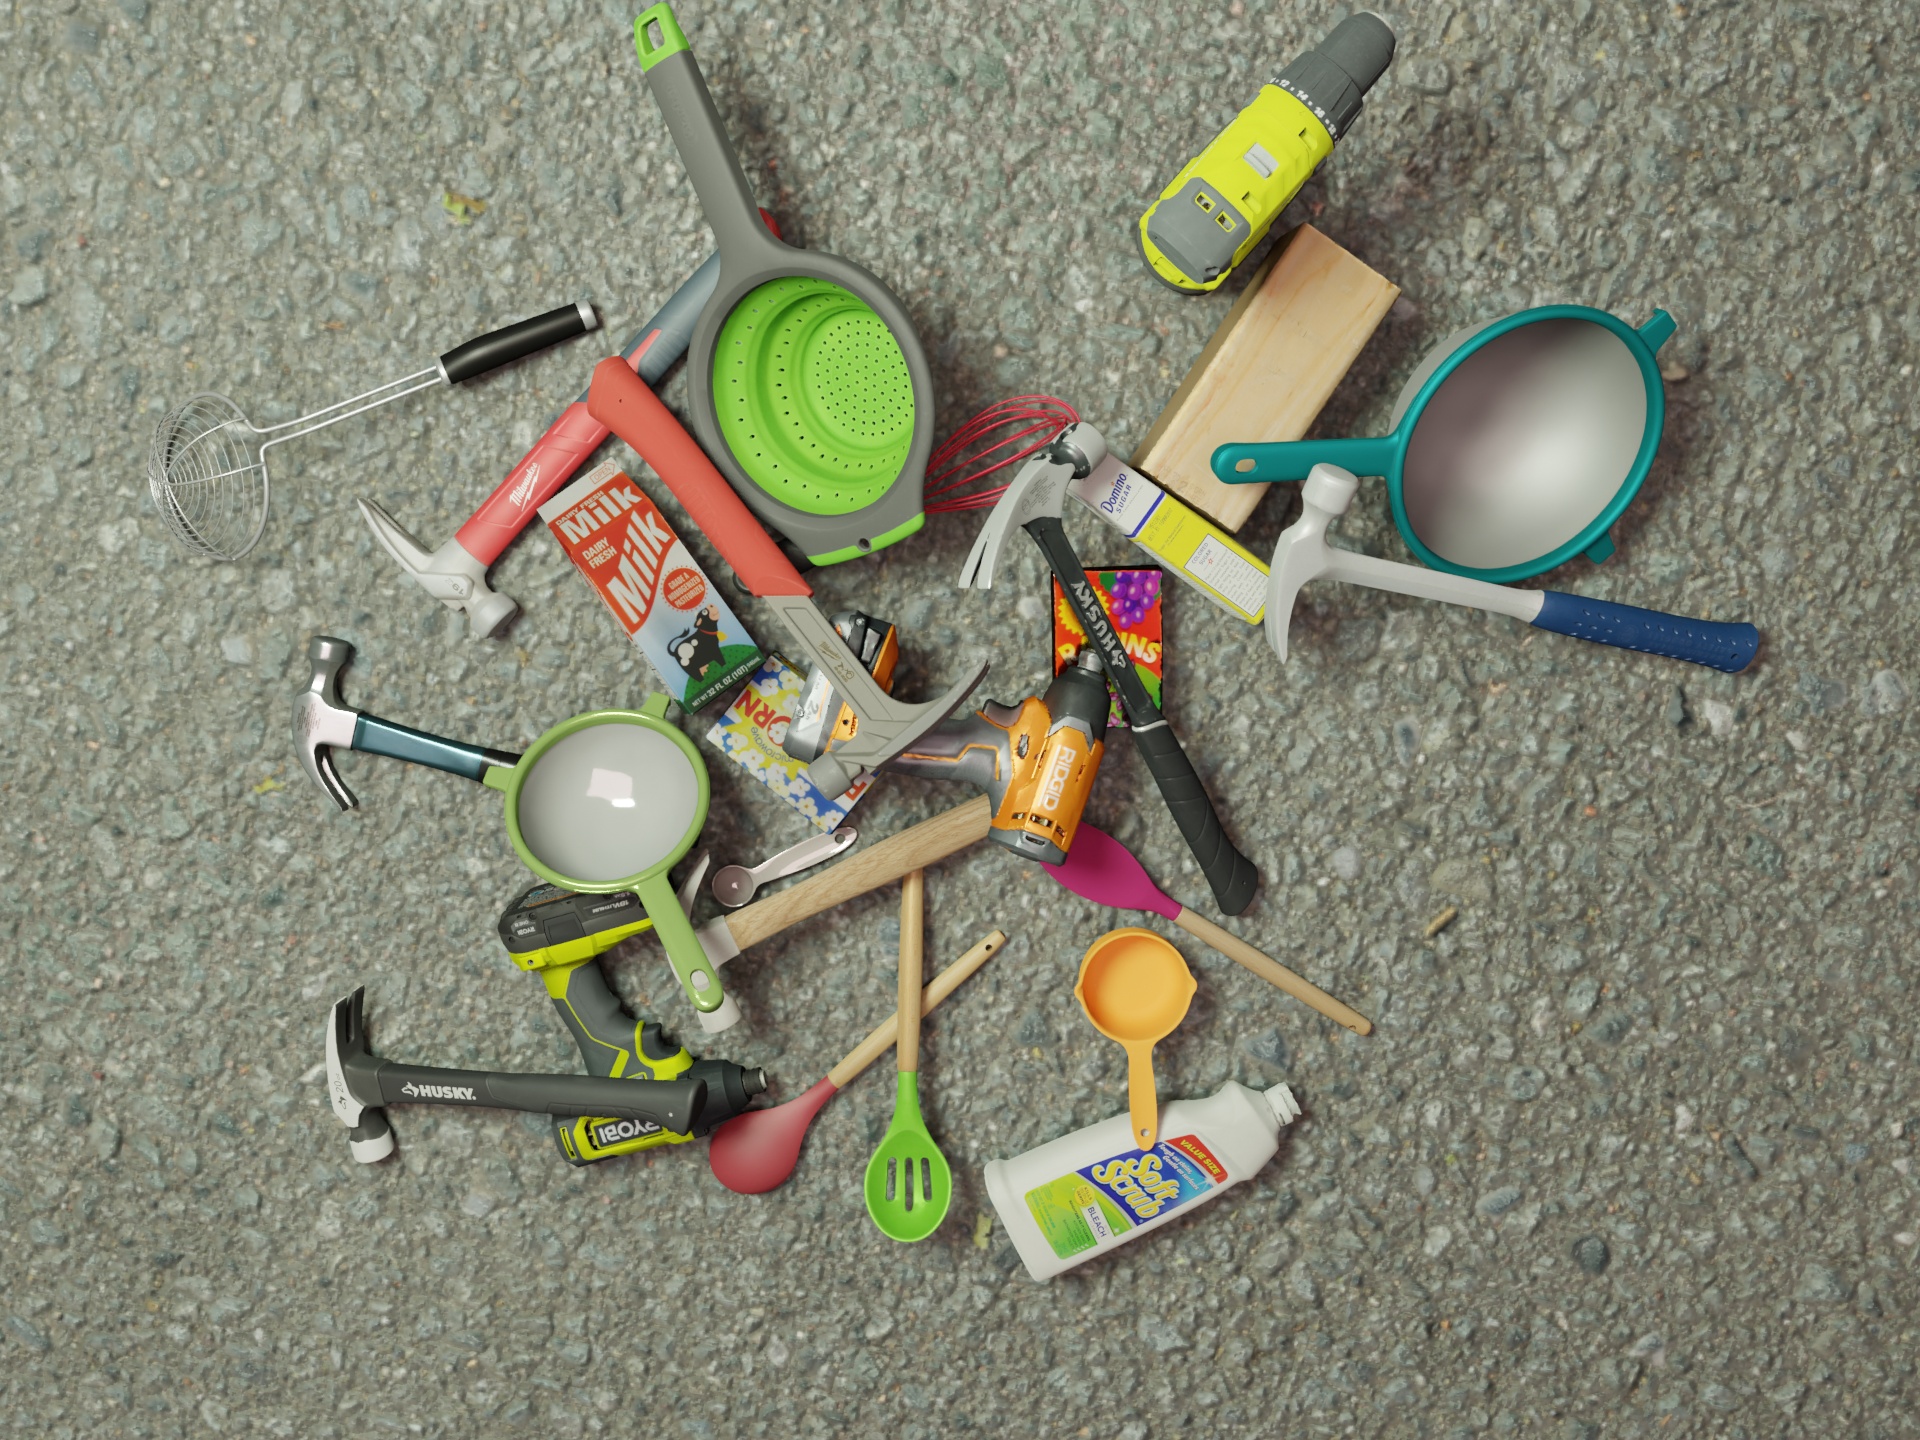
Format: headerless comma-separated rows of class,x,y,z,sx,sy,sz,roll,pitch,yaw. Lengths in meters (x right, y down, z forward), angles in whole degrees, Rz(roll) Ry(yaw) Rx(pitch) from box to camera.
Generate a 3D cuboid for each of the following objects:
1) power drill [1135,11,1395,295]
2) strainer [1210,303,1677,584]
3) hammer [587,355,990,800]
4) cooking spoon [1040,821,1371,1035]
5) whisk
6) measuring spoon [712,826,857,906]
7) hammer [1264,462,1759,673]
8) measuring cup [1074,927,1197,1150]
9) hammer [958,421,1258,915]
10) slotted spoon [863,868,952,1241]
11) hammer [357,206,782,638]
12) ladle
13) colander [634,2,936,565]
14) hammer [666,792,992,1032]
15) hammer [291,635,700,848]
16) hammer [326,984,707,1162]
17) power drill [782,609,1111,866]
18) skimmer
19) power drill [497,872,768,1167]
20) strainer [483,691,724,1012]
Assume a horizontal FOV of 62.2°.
power drill,0.202,-0.379,1.089,0.080,0.228,0.190,42,97,-5
strainer,0.333,-0.208,1.155,0.340,0.095,0.210,-5,122,-11
hammer,-0.141,-0.124,1.139,0.149,0.036,0.359,-38,82,0
cooking spoon,0.195,0.167,1.272,0.319,0.017,0.068,32,128,-5
whisk,-0.044,-0.166,1.212,0.296,0.073,0.073,-24,97,11
measuring spoon,-0.140,0.113,1.275,0.124,0.018,0.034,-24,99,-3
hammer,0.410,-0.081,1.172,0.405,0.035,0.144,9,120,-18
measuring cup,0.140,0.250,1.264,0.095,0.052,0.173,-4,93,2
hammer,0.129,-0.008,1.165,0.149,0.036,0.408,-47,123,-28
slotted spoon,-0.039,0.252,1.262,0.070,0.031,0.314,1,88,3
hammer,-0.285,-0.248,1.210,0.143,0.038,0.386,44,96,-4
ladle,-0.083,0.277,1.291,0.315,0.031,0.069,-42,95,4
colander,-0.122,-0.315,1.145,0.204,0.094,0.397,-16,103,32
hammer,-0.073,0.114,1.230,0.331,0.031,0.130,-25,105,-8
hammer,-0.363,0.037,1.254,0.331,0.033,0.128,16,97,-2
hammer,-0.347,0.282,1.229,0.335,0.035,0.146,-1,107,20
power drill,-0.002,-0.004,1.185,0.226,0.084,0.164,21,85,-2
skimmer,-0.447,-0.236,1.217,0.363,0.090,0.127,-24,87,-6
power drill,-0.261,0.231,1.262,0.171,0.080,0.223,-16,102,4
strainer,-0.235,0.112,1.179,0.151,0.069,0.257,-26,67,-14
